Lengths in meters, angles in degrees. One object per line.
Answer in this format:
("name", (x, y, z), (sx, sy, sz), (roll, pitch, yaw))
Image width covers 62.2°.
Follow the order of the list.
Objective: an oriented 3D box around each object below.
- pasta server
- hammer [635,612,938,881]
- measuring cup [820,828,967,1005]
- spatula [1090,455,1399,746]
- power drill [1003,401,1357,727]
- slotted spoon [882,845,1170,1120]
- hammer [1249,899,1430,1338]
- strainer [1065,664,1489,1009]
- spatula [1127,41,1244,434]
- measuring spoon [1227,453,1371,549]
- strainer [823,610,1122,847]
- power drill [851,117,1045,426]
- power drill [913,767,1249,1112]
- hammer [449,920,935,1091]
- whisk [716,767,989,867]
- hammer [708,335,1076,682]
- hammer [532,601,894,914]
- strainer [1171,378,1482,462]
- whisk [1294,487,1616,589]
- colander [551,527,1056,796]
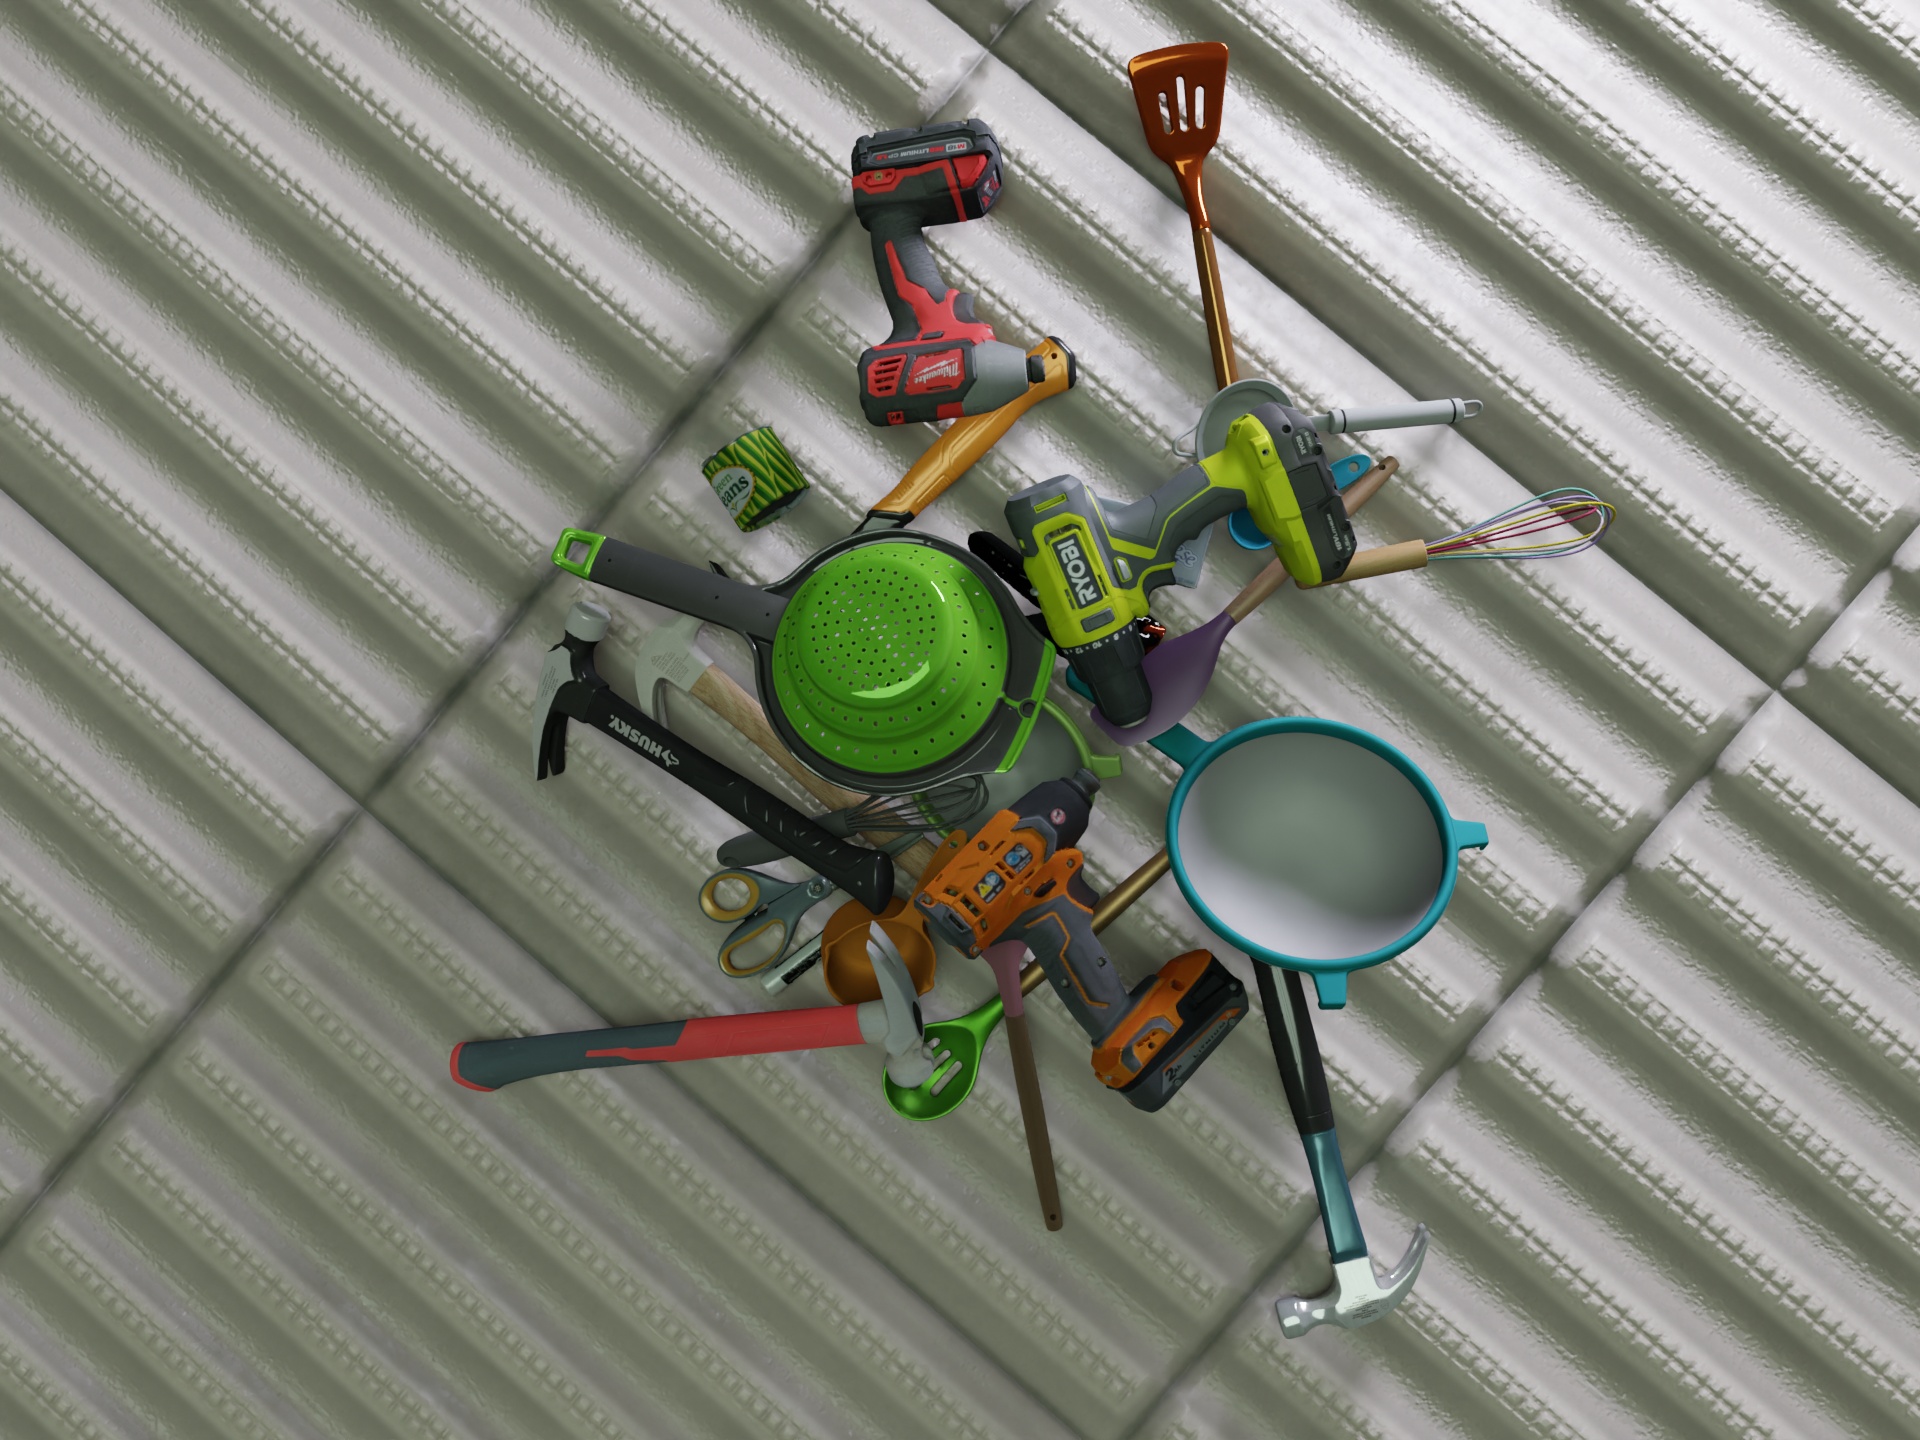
("pasta server", (0.047, 0.249, 1.233), (0.060, 0.040, 0.316), (-10, 102, 6))
("hammer", (-0.119, 0.041, 1.258), (0.331, 0.031, 0.130), (40, 109, -1))
("measuring cup", (-0.045, 0.144, 1.229), (0.095, 0.052, 0.173), (24, 107, -21))
("spatula", (0.227, -0.095, 1.228), (0.316, 0.018, 0.060), (-44, 63, -7))
("power drill", (0.166, -0.117, 1.172), (0.228, 0.080, 0.190), (-24, 103, -1))
("slotted spoon", (0.063, 0.199, 1.257), (0.314, 0.031, 0.070), (-42, 87, 1))
("hammer", (0.272, 0.305, 1.237), (0.128, 0.033, 0.331), (-14, 88, 5))
("strainer", (0.211, 0.072, 1.220), (0.341, 0.095, 0.211), (38, 66, 25))
("spatula", (0.194, -0.362, 1.246), (0.081, 0.041, 0.322), (-10, 90, -3))
("measuring spoon", (0.267, -0.174, 1.254), (0.128, 0.021, 0.042), (-30, 85, -6))
("strainer", (-0.002, -0.004, 1.234), (0.256, 0.069, 0.151), (42, 118, 1))
("power drill", (-0.012, -0.339, 1.226), (0.143, 0.078, 0.220), (-5, 82, 7))
("power drill", (0.100, 0.154, 1.160), (0.226, 0.084, 0.164), (44, 81, -2))
("hammer", (-0.222, 0.237, 1.232), (0.386, 0.038, 0.143), (-8, 122, 12))
("whisk", (-0.087, 0.077, 1.220), (0.239, 0.055, 0.055), (-17, 88, 22))
("hammer", (-0.043, -0.186, 1.265), (0.337, 0.034, 0.127), (-43, 88, 3))
("hammer", (-0.192, 0.050, 1.221), (0.335, 0.035, 0.146), (31, 111, 16))
("strainer", (0.281, -0.229, 1.228), (0.258, 0.050, 0.086), (-6, 118, -8))
("whisk", (0.381, -0.137, 1.230), (0.245, 0.047, 0.051), (-11, 90, 7))
("colander", (-0.131, -0.080, 1.159), (0.397, 0.094, 0.204), (19, 79, 11))
